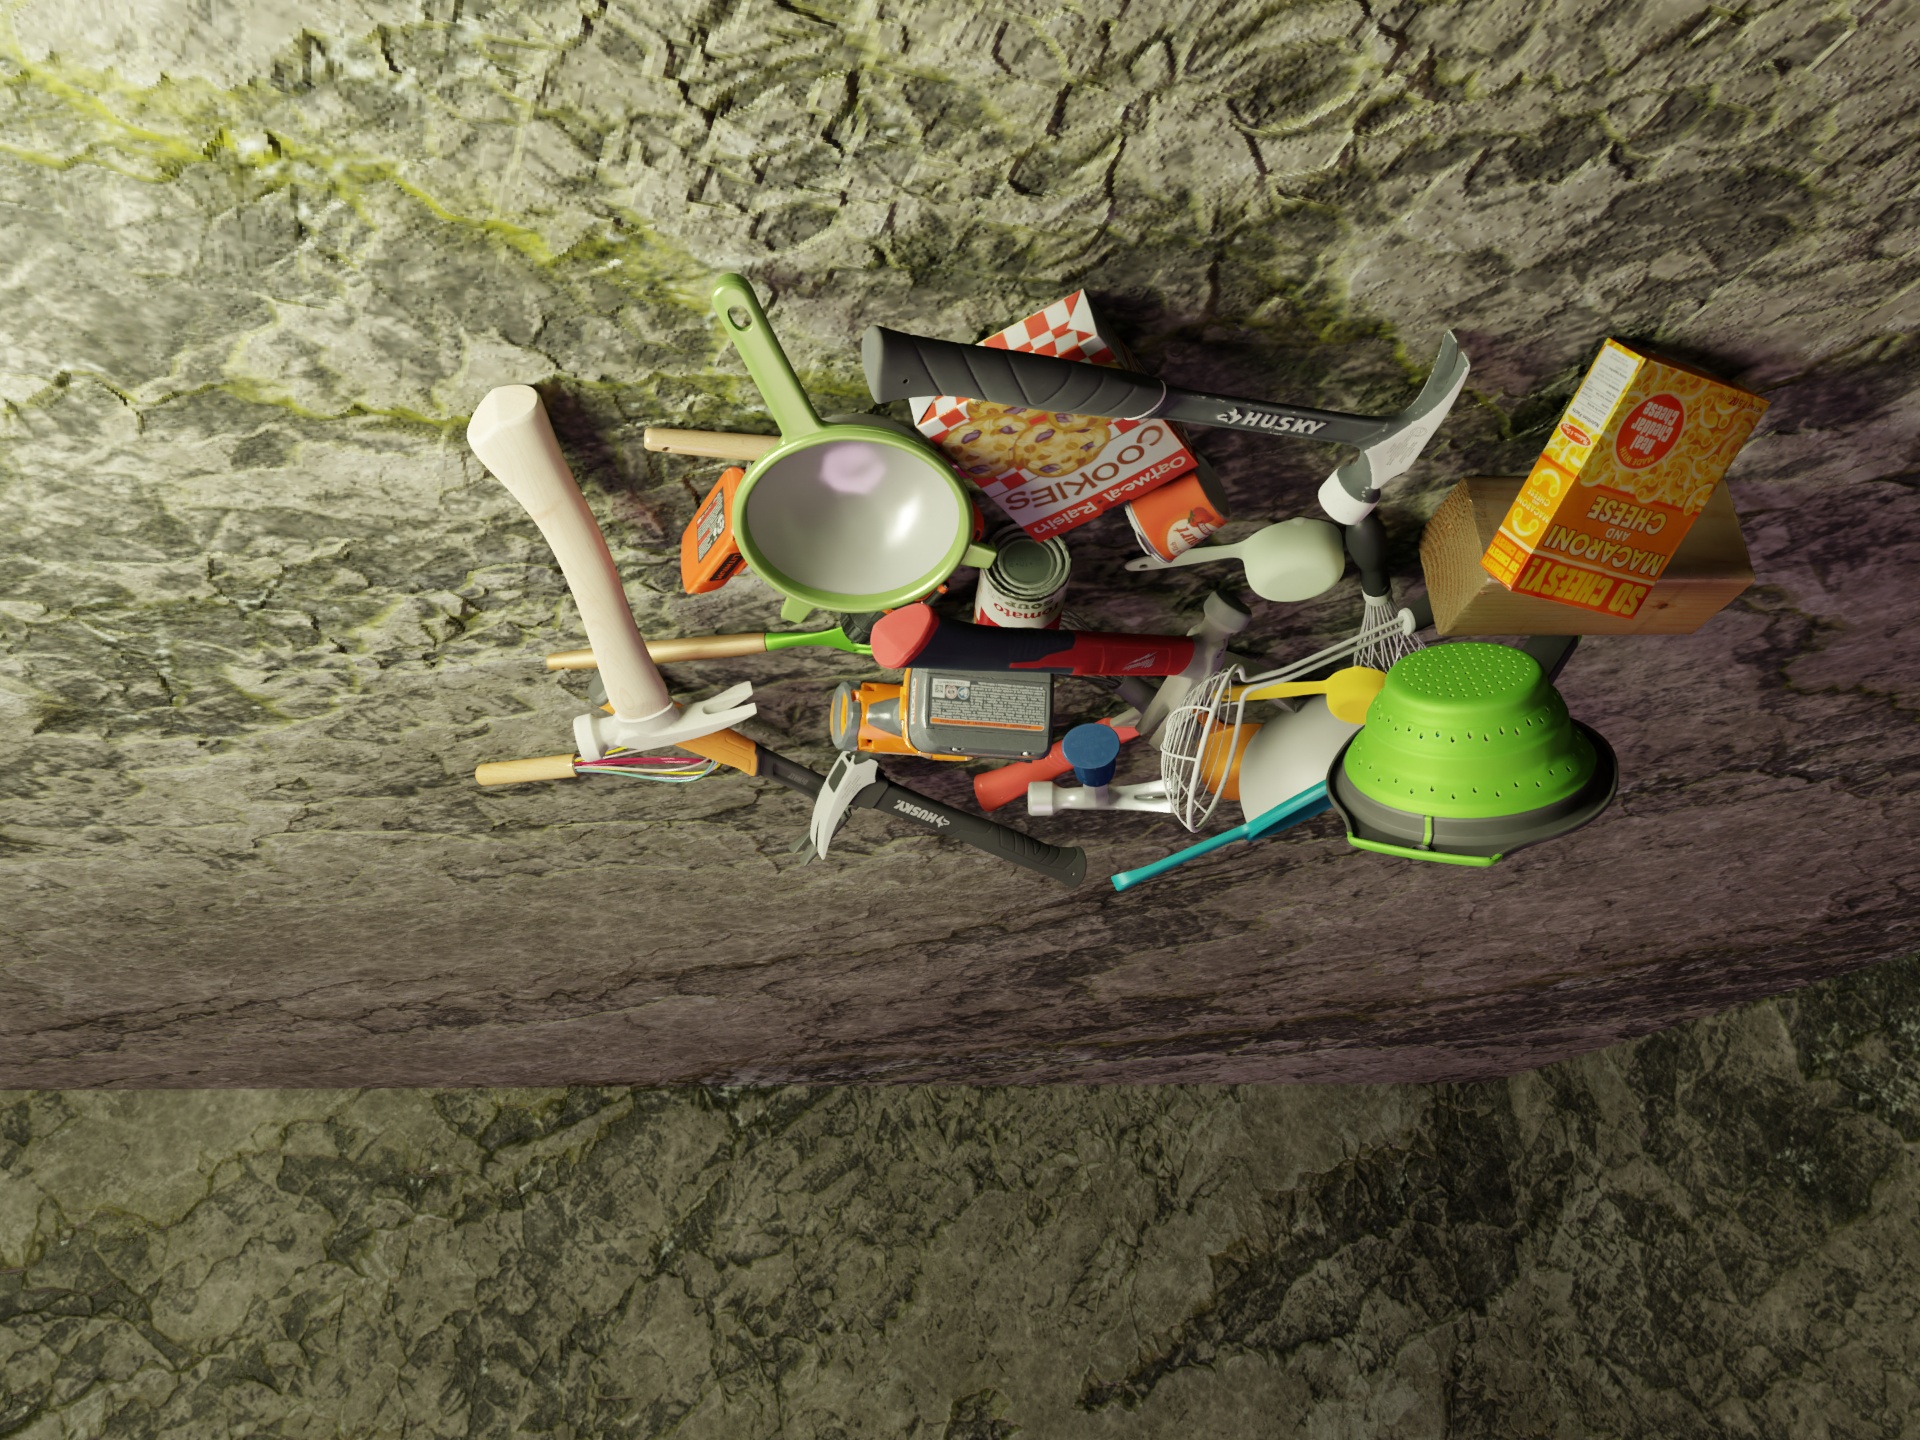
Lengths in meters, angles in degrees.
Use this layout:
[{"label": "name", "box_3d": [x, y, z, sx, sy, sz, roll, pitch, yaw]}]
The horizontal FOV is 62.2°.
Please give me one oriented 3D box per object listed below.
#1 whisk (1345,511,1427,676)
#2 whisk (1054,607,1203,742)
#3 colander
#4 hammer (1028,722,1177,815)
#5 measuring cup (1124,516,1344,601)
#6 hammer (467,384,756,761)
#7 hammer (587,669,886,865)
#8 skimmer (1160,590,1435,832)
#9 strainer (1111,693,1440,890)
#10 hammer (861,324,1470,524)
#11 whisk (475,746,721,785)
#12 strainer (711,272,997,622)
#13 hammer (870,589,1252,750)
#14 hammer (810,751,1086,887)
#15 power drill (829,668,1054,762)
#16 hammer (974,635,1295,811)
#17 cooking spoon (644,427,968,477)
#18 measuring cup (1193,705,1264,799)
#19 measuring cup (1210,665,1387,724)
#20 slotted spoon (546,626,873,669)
[{"label": "whisk", "box_3d": [0.341, -0.090, 1.284, 0.070, 0.070, 0.284, -11, 151, 15]}, {"label": "whisk", "box_3d": [0.129, -0.033, 1.332, 0.055, 0.055, 0.238, -23, 140, 37]}, {"label": "colander", "box_3d": [0.409, -0.031, 1.209, 0.204, 0.094, 0.397, 7, -150, 33]}, {"label": "hammer", "box_3d": [0.120, 0.047, 1.355, 0.144, 0.035, 0.405, -1, 172, 5]}, {"label": "measuring cup", "box_3d": [0.210, -0.114, 1.213, 0.167, 0.038, 0.083, -7, 157, -1]}, {"label": "hammer", "box_3d": [-0.249, -0.093, 1.135, 0.146, 0.038, 0.410, -15, 151, -5]}, {"label": "hammer", "box_3d": [-0.207, 0.032, 1.428, 0.127, 0.034, 0.336, -51, 140, 7]}, {"label": "skimmer", "box_3d": [0.304, -0.033, 1.202, 0.363, 0.090, 0.127, -24, 141, -13]}, {"label": "strainer", "box_3d": [0.279, 0.050, 1.461, 0.340, 0.095, 0.211, -23, 168, -7]}, {"label": "hammer", "box_3d": [0.127, -0.190, 0.941, 0.408, 0.036, 0.149, 1, 145, -30]}, {"label": "whisk", "box_3d": [-0.336, 0.043, 1.482, 0.245, 0.051, 0.047, -6, 163, 11]}, {"label": "strainer", "box_3d": [-0.086, -0.177, 0.976, 0.151, 0.069, 0.256, -15, 135, 14]}, {"label": "hammer", "box_3d": [0.072, -0.038, 1.170, 0.386, 0.038, 0.143, -1, 129, -49]}, {"label": "hammer", "box_3d": [0.002, 0.110, 1.571, 0.334, 0.035, 0.146, 25, 109, -38]}, {"label": "power drill", "box_3d": [-0.002, -0.004, 1.331, 0.164, 0.084, 0.226, 4, 175, -21]}, {"label": "hammer", "box_3d": [0.140, 0.018, 1.506, 0.149, 0.037, 0.359, 19, 149, -31]}, {"label": "cooking spoon", "box_3d": [-0.048, -0.173, 1.055, 0.318, 0.017, 0.068, 2, 156, -17]}, {"label": "measuring cup", "box_3d": [0.257, 0.031, 1.547, 0.095, 0.052, 0.173, -19, 152, 31]}, {"label": "measuring cup", "box_3d": [0.289, -0.016, 1.349, 0.156, 0.029, 0.062, -3, 149, 19]}, {"label": "slotted spoon", "box_3d": [-0.182, -0.060, 1.288, 0.314, 0.031, 0.070, -5, 164, 5]}]
